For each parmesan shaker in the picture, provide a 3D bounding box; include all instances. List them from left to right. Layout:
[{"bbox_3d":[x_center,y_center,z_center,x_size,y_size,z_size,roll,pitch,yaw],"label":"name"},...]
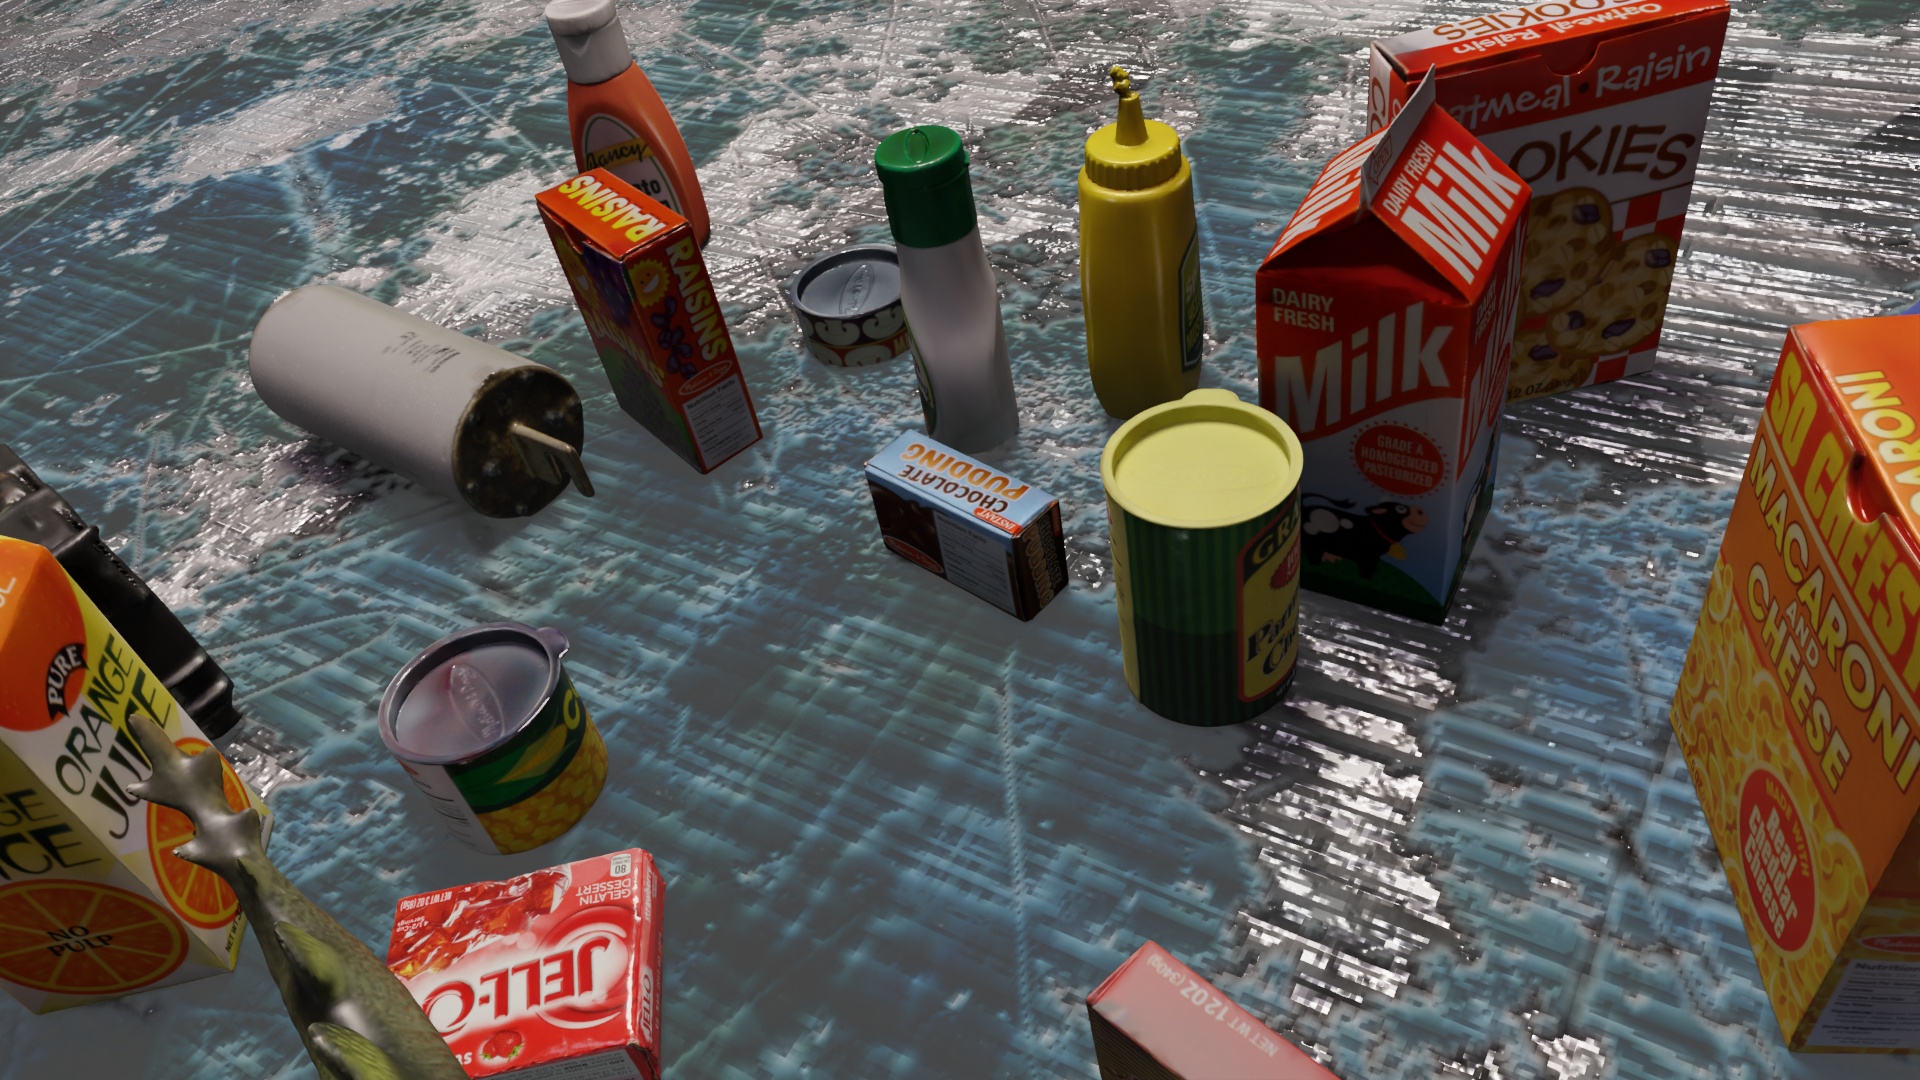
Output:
[{"bbox_3d":[0.088,0.008,0.495,0.071,0.102,0.072,-7,43,6],"label":"parmesan shaker"}]

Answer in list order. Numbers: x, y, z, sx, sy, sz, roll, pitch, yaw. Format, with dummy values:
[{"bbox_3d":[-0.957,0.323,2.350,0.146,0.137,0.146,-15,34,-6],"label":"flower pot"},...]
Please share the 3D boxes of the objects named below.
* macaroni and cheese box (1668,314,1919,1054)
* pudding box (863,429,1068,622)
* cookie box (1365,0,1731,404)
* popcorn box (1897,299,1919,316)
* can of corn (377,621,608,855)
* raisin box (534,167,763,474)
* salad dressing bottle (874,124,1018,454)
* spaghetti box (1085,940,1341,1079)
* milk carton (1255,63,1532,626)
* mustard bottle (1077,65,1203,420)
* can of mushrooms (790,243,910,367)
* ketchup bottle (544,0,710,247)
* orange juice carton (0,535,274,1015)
[{"bbox_3d":[0.243,0.043,0.376,0.040,0.165,0.124,-3,43,10],"label":"macaroni and cheese box"},{"bbox_3d":[0.002,-0.007,0.570,0.084,0.049,0.030,26,55,34],"label":"pudding box"},{"bbox_3d":[0.229,-0.130,0.563,0.123,0.166,0.040,-14,42,-1],"label":"cookie box"},{"bbox_3d":[0.345,-0.040,0.501,0.127,0.084,0.038,-30,45,-19],"label":"popcorn box"},{"bbox_3d":[-0.169,0.073,0.517,0.071,0.058,0.071,-7,43,6],"label":"can of corn"},{"bbox_3d":[-0.145,-0.102,0.651,0.040,0.122,0.086,-34,47,-22],"label":"raisin box"},{"bbox_3d":[-0.005,-0.106,0.605,0.044,0.147,0.064,-10,42,3],"label":"salad dressing bottle"},{"bbox_3d":[0.134,0.187,0.332,0.250,0.050,0.029,30,57,36],"label":"spaghetti box"},{"bbox_3d":[0.152,-0.065,0.494,0.073,0.189,0.073,16,49,27],"label":"milk carton"},{"bbox_3d":[0.077,-0.127,0.599,0.049,0.159,0.066,5,45,18],"label":"mustard bottle"},{"bbox_3d":[-0.049,-0.121,0.716,0.071,0.033,0.071,-6,43,6],"label":"can of mushrooms"},{"bbox_3d":[-0.190,-0.231,0.780,0.065,0.148,0.044,-3,43,10],"label":"ketchup bottle"},{"bbox_3d":[-0.312,0.070,0.453,0.073,0.191,0.072,-13,42,0],"label":"orange juice carton"}]
